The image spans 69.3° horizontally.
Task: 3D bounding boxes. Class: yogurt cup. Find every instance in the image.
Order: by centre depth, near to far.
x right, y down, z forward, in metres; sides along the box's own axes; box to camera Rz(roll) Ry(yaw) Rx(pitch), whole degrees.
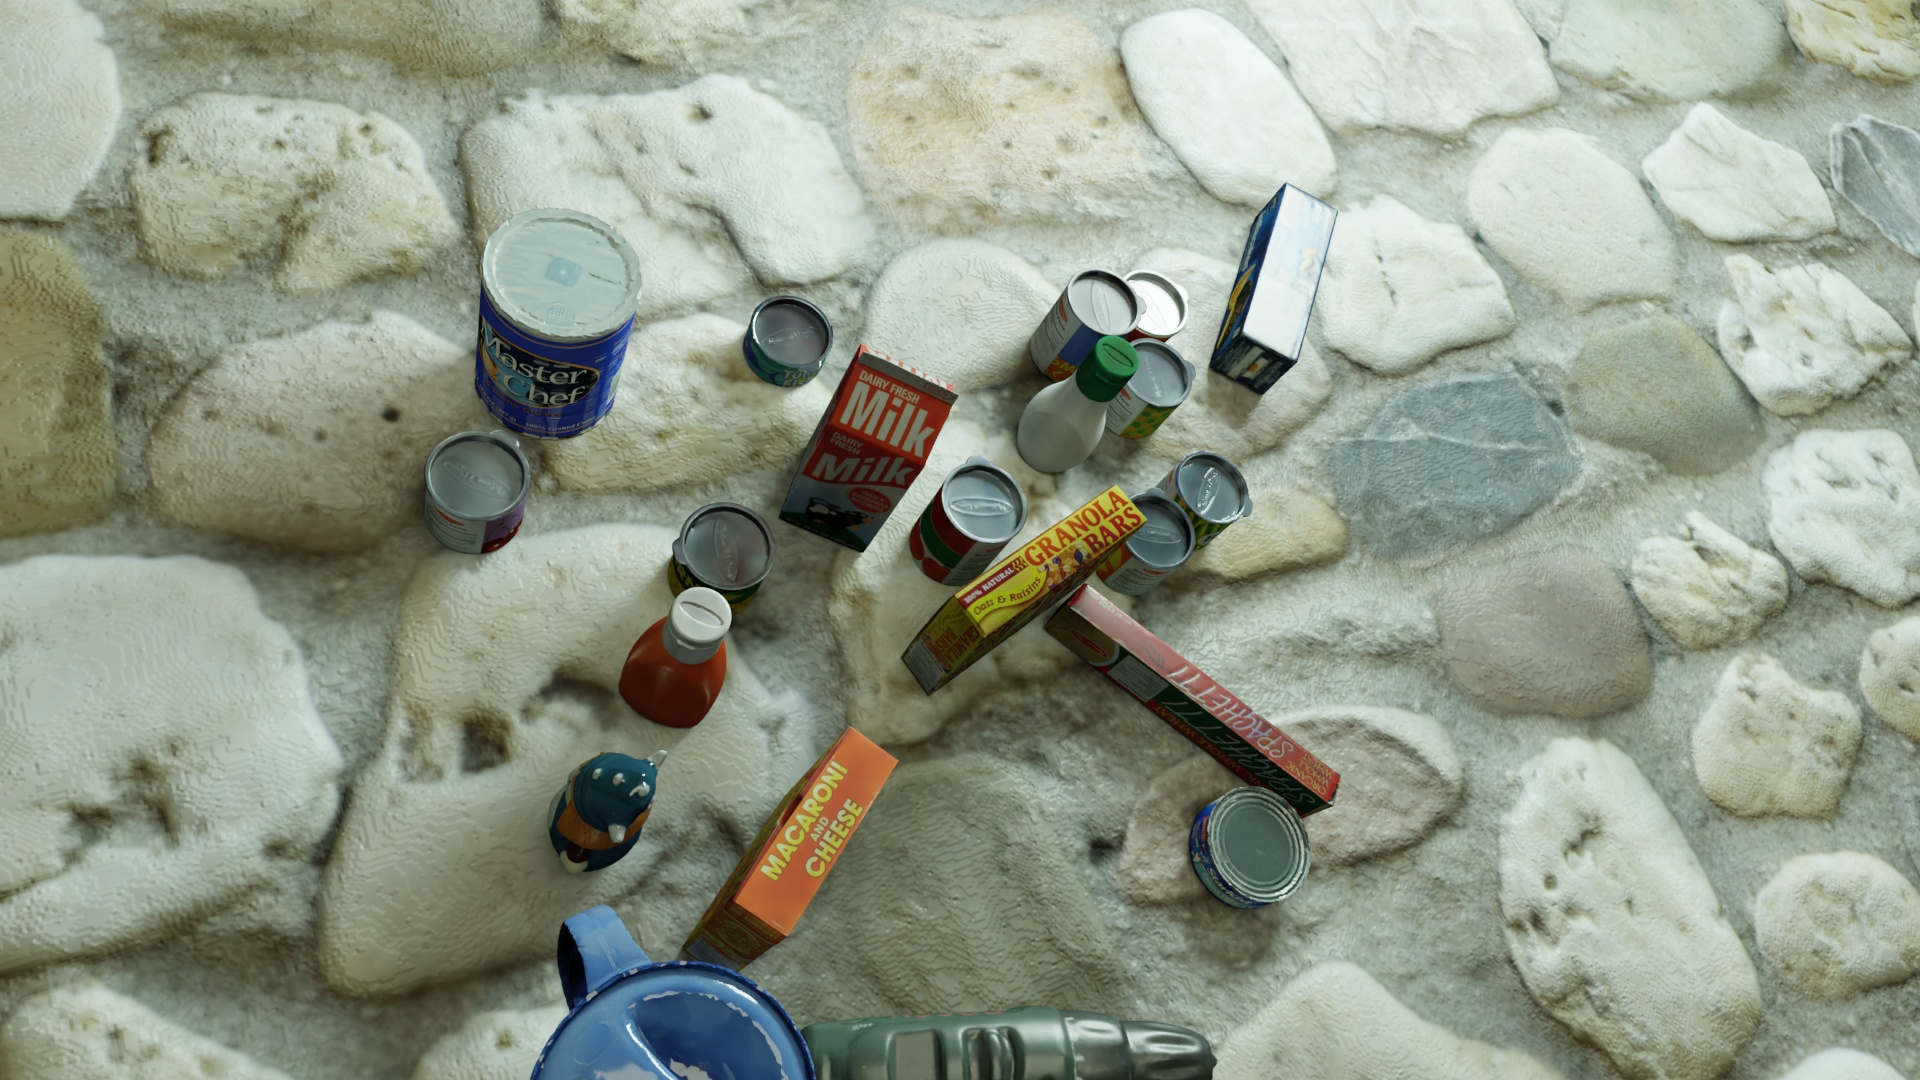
[{"bbox_3d":[0.156,-0.192,1.205,0.072,0.053,0.072,9,62,-17],"label":"yogurt cup"}]

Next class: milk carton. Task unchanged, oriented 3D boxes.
[{"bbox_3d":[-0.063,-0.070,0.978,0.072,0.189,0.074,23,59,-10],"label":"milk carton"}]

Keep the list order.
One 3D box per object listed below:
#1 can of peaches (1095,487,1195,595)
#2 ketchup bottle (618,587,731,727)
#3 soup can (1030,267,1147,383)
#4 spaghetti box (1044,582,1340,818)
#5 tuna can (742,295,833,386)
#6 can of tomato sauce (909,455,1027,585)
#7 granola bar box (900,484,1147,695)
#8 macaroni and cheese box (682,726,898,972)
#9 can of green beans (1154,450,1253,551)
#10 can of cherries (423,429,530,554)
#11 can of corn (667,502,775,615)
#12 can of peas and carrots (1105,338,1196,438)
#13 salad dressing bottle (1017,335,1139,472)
[{"bbox_3d":[0.143,0.001,1.101,0.071,0.057,0.071,9,62,-17],"label":"can of peaches"},{"bbox_3d":[-0.178,0.075,0.886,0.065,0.148,0.044,27,59,-7],"label":"ketchup bottle"},{"bbox_3d":[0.106,-0.177,1.160,0.071,0.083,0.071,9,63,-17],"label":"soup can"},{"bbox_3d":[0.177,0.124,1.058,0.250,0.050,0.029,37,58,-1],"label":"spaghetti box"},{"bbox_3d":[-0.134,-0.153,1.085,0.071,0.032,0.071,9,62,-17],"label":"tuna can"},{"bbox_3d":[0.004,-0.013,1.039,0.071,0.082,0.071,9,63,-17],"label":"can of tomato sauce"},{"bbox_3d":[0.044,0.035,1.007,0.166,0.123,0.039,-33,81,-31],"label":"granola bar box"},{"bbox_3d":[-0.107,0.193,0.845,0.040,0.165,0.124,35,58,-2],"label":"macaroni and cheese box"},{"bbox_3d":[0.193,-0.031,1.137,0.071,0.057,0.071,9,62,-17],"label":"can of green beans"},{"bbox_3d":[-0.324,-0.033,0.936,0.071,0.058,0.072,9,62,-17],"label":"can of cherries"},{"bbox_3d":[-0.171,0.015,0.972,0.071,0.058,0.071,9,62,-17],"label":"can of corn"},{"bbox_3d":[0.154,-0.127,1.169,0.071,0.058,0.071,9,62,-17],"label":"can of peas and carrots"},{"bbox_3d":[0.092,-0.105,1.081,0.064,0.147,0.044,37,58,-1],"label":"salad dressing bottle"}]
